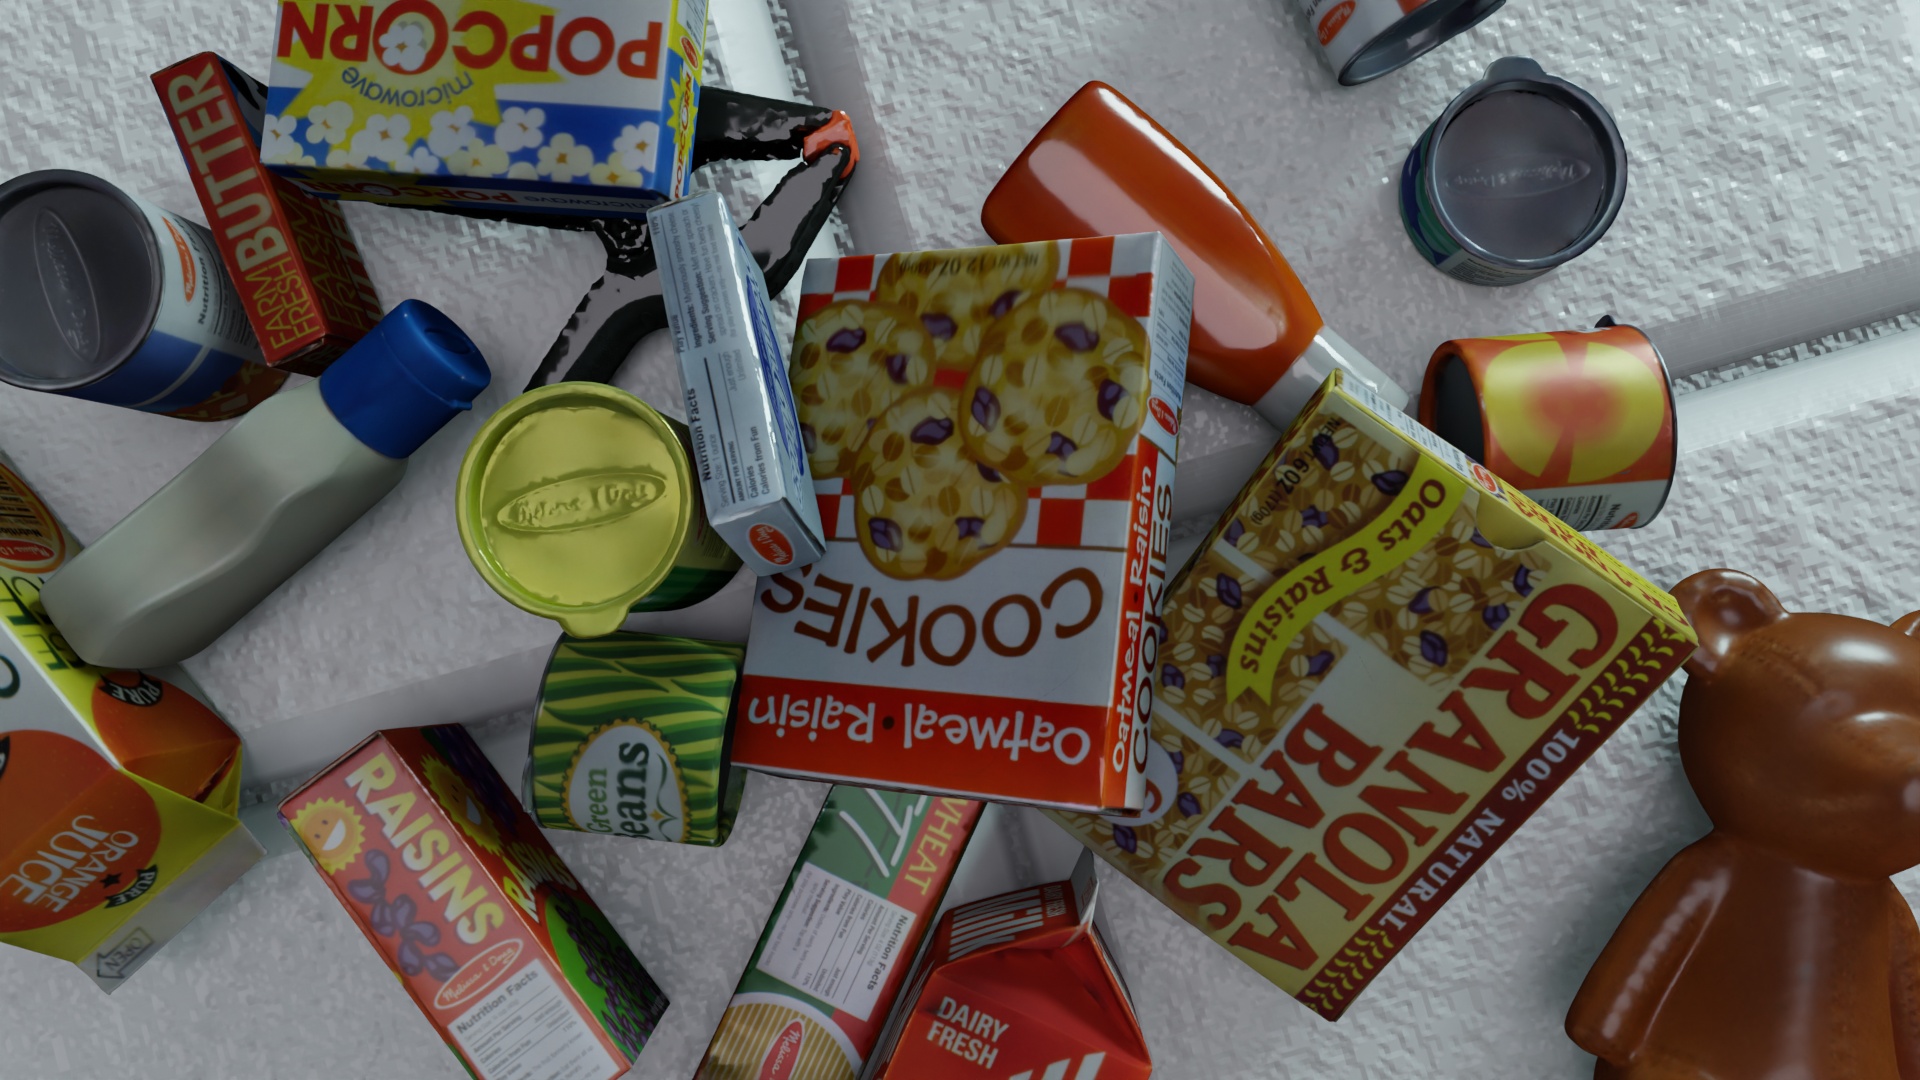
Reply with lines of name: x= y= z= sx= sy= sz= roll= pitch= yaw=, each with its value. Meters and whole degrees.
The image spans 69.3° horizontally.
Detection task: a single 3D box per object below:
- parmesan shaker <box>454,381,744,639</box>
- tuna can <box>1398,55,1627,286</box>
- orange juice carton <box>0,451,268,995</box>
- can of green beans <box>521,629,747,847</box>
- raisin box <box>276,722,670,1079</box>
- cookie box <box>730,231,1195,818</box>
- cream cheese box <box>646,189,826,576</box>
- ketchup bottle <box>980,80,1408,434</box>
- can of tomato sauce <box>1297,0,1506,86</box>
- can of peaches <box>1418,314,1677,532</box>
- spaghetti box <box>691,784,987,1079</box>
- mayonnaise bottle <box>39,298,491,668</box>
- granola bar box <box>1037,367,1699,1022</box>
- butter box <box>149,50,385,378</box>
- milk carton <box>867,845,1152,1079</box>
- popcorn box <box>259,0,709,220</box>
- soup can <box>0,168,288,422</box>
parmesan shaker: x=-0.105 y=-0.006 z=0.432 sx=0.071 sy=0.103 sz=0.071 roll=0 pitch=88 yaw=1
tuna can: x=0.184 y=-0.123 z=0.467 sx=0.071 sy=0.033 sz=0.071 roll=0 pitch=88 yaw=1
orange juice carton: x=-0.310 y=0.051 z=0.448 sx=0.072 sy=0.073 sz=0.192 roll=-41 pitch=88 yaw=-1
can of green beans: x=-0.100 y=0.063 z=0.447 sx=0.058 sy=0.071 sz=0.071 roll=7 pitch=88 yaw=1
raisin box: x=-0.148 y=0.117 z=0.435 sx=0.040 sy=0.086 sz=0.123 roll=-37 pitch=88 yaw=-6
cookie box: x=0.002 y=-0.005 z=0.428 sx=0.123 sy=0.040 sz=0.167 roll=2 pitch=78 yaw=26
cream cheese box: x=-0.066 y=-0.046 z=0.413 sx=0.024 sy=0.053 sz=0.104 roll=-15 pitch=71 yaw=1
ketchup bottle: x=0.080 y=-0.082 z=0.462 sx=0.149 sy=0.043 sz=0.064 roll=41 pitch=92 yaw=2
can of tomato sauce: x=0.137 y=-0.204 z=0.456 sx=0.071 sy=0.071 sz=0.083 roll=-27 pitch=87 yaw=0
can of peaches: x=0.186 y=-0.036 z=0.448 sx=0.058 sy=0.071 sz=0.071 roll=-5 pitch=88 yaw=2
spaghetti box: x=-0.019 y=0.089 z=0.463 sx=0.050 sy=0.028 sz=0.250 roll=25 pitch=88 yaw=2
mayonnaise bottle: x=-0.217 y=-0.018 z=0.445 sx=0.148 sy=0.065 sz=0.041 roll=-38 pitch=86 yaw=8
granola bar box: x=0.115 y=0.050 z=0.427 sx=0.124 sy=0.039 sz=0.165 roll=36 pitch=111 yaw=3
butter box: x=-0.226 y=-0.105 z=0.463 sx=0.024 sy=0.053 sz=0.103 roll=-23 pitch=87 yaw=2
milk carton: x=0.003 y=0.188 z=0.437 sx=0.073 sy=0.072 sz=0.190 roll=24 pitch=88 yaw=2
popcorn box: x=-0.146 y=-0.149 z=0.435 sx=0.127 sy=0.038 sz=0.085 roll=5 pitch=88 yaw=5
soup can: x=-0.267 y=-0.074 z=0.447 sx=0.071 sy=0.084 sz=0.071 roll=0 pitch=88 yaw=1
